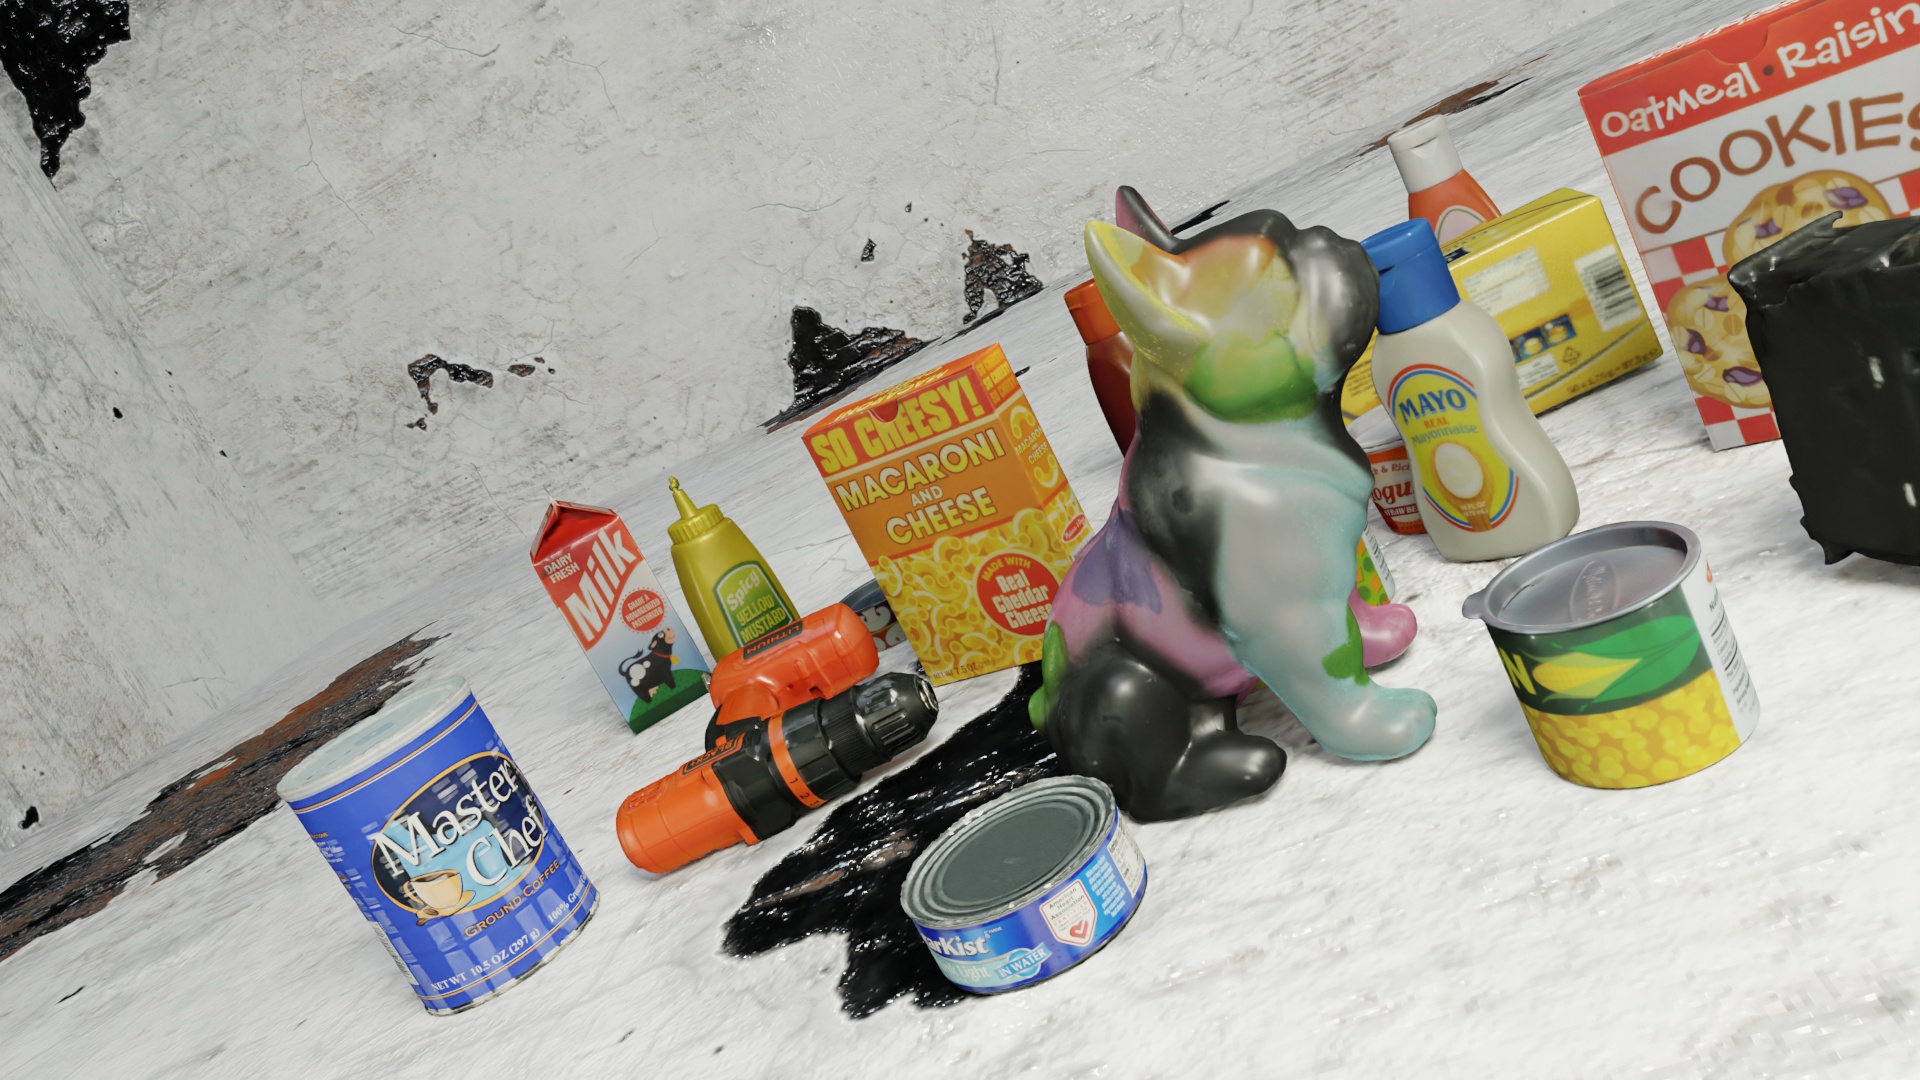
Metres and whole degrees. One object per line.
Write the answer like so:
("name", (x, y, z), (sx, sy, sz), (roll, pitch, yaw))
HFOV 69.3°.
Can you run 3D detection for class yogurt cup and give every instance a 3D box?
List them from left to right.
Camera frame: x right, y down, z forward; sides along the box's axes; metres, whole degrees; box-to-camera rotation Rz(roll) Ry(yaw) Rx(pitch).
("yogurt cup", (0.226, -0.039, 0.680), (0.072, 0.054, 0.072), (-26, 13, 6))

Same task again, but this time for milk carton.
("milk carton", (-0.263, 0.042, 1.042), (0.073, 0.190, 0.072), (-31, 13, -14))

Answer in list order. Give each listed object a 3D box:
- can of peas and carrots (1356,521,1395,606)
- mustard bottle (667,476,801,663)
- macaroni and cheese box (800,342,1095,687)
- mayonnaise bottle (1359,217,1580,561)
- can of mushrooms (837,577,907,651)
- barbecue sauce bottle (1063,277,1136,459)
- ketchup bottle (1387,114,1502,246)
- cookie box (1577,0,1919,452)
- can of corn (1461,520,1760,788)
("can of peas and carrots", (0.153, 0.009, 0.630), (0.071, 0.058, 0.071), (-26, 13, 6))
("mustard bottle", (-0.166, 0.026, 0.977), (0.065, 0.160, 0.048), (-35, 14, -30))
("macaroni and cheese box", (0.003, -0.010, 0.763), (0.123, 0.166, 0.040), (-19, 15, 34))
("mayonnaise bottle", (0.210, -0.063, 0.597), (0.064, 0.148, 0.041), (-12, 20, 50))
("can of mushrooms", (-0.049, 0.047, 0.946), (0.071, 0.033, 0.071), (-26, 13, 6))
("barbecue sauce bottle", (0.118, -0.111, 0.962), (0.044, 0.148, 0.064), (-35, 15, -31))
("ketchup bottle", (0.320, -0.198, 0.894), (0.064, 0.148, 0.044), (-24, 13, 16))
("cookie box", (0.337, -0.128, 0.547), (0.122, 0.167, 0.040), (-14, 18, 46))
("can of corn", (0.202, 0.036, 0.432), (0.071, 0.058, 0.071), (-26, 13, 6))
